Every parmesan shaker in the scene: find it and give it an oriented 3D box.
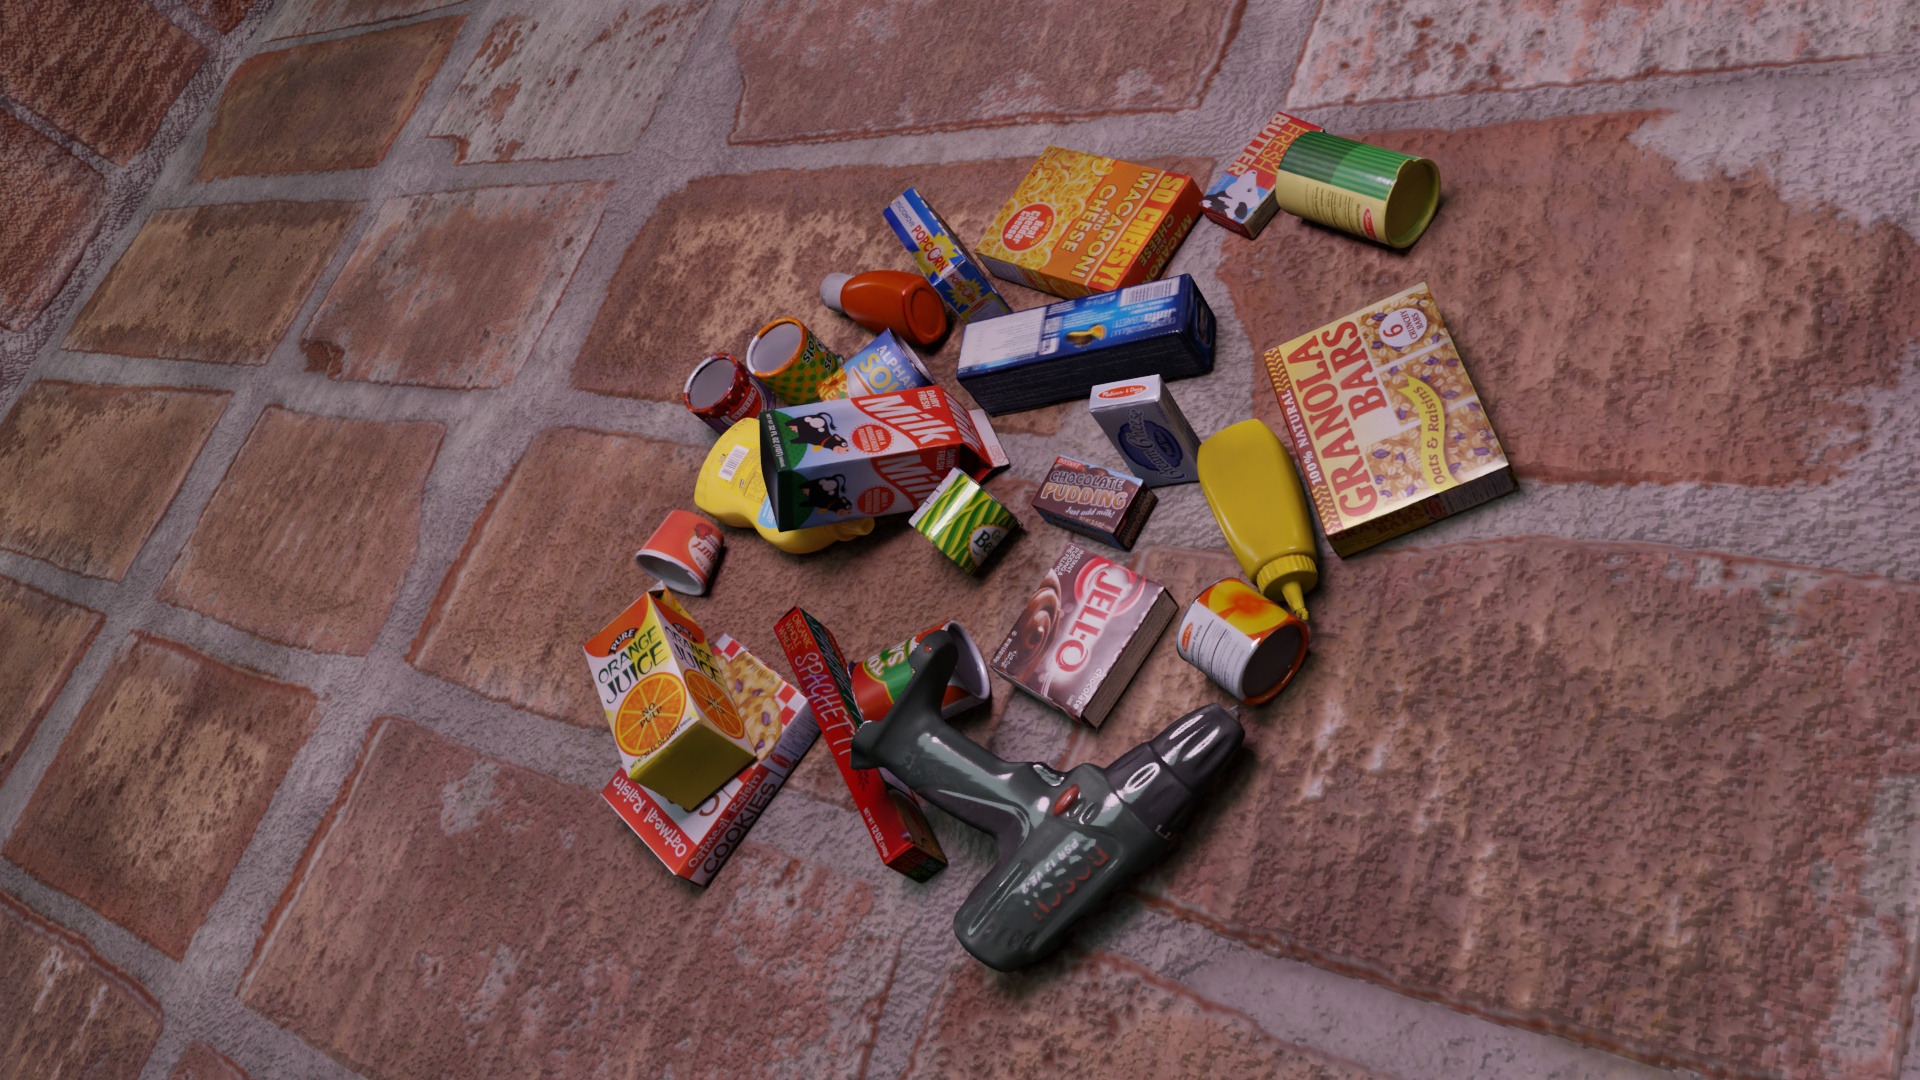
[{"bbox_3d":[0.297,-0.268,1.043,0.103,0.071,0.071,33,84,42],"label":"parmesan shaker"}]

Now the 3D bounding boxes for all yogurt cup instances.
[{"bbox_3d":[-0.247,0.009,1.237,0.072,0.072,0.054,6,58,36],"label":"yogurt cup"}]

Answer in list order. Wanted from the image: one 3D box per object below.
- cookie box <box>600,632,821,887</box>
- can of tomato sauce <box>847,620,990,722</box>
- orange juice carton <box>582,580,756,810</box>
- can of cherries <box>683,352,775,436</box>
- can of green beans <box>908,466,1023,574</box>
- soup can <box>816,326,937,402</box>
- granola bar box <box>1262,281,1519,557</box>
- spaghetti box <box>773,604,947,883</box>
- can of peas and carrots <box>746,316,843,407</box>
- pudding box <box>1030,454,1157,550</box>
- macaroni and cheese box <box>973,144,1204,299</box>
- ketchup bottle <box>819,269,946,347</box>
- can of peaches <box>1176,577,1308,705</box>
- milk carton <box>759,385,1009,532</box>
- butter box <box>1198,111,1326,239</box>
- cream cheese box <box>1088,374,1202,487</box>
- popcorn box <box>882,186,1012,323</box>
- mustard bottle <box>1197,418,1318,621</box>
[{"bbox_3d":[-0.198,0.174,1.117,0.123,0.040,0.167,31,81,42],"label":"cookie box"},{"bbox_3d":[-0.030,0.103,1.031,0.083,0.071,0.071,-26,51,17],"label":"can of tomato sauce"},{"bbox_3d":[-0.239,0.113,1.106,0.072,0.073,0.193,-40,47,6],"label":"orange juice carton"},{"bbox_3d":[-0.216,-0.134,1.307,0.071,0.058,0.072,-17,54,25],"label":"can of cherries"},{"bbox_3d":[0.002,-0.015,1.085,0.058,0.071,0.071,-49,48,-1],"label":"can of green beans"},{"bbox_3d":[-0.073,-0.133,1.205,0.083,0.071,0.071,-39,48,8],"label":"soup can"},{"bbox_3d":[0.291,-0.084,0.955,0.124,0.039,0.166,-23,52,19],"label":"granola bar box"},{"bbox_3d":[-0.080,0.147,1.049,0.028,0.050,0.251,-39,48,6],"label":"spaghetti box"},{"bbox_3d":[-0.153,-0.165,1.285,0.071,0.058,0.071,-16,55,25],"label":"can of peas and carrots"},{"bbox_3d":[0.101,-0.030,1.053,0.084,0.030,0.050,22,75,40],"label":"pudding box"},{"bbox_3d":[0.109,-0.267,1.187,0.167,0.040,0.124,27,79,42],"label":"macaroni and cheese box"},{"bbox_3d":[-0.075,-0.218,1.266,0.044,0.064,0.149,-38,35,-23],"label":"ketchup bottle"},{"bbox_3d":[0.187,0.066,0.914,0.071,0.071,0.058,-50,48,-2],"label":"can of peaches"},{"bbox_3d":[-0.062,-0.070,1.125,0.191,0.073,0.072,-10,50,-15],"label":"milk carton"},{"bbox_3d":[0.247,-0.296,1.125,0.103,0.024,0.053,-50,49,-2],"label":"butter box"},{"bbox_3d":[0.139,-0.077,1.008,0.053,0.103,0.024,-7,55,29],"label":"cream cheese box"},{"bbox_3d":[-0.012,-0.245,1.223,0.038,0.085,0.127,-38,49,10],"label":"popcorn box"},{"bbox_3d":[0.211,-0.008,0.955,0.065,0.048,0.161,-25,52,19],"label":"mustard bottle"}]
